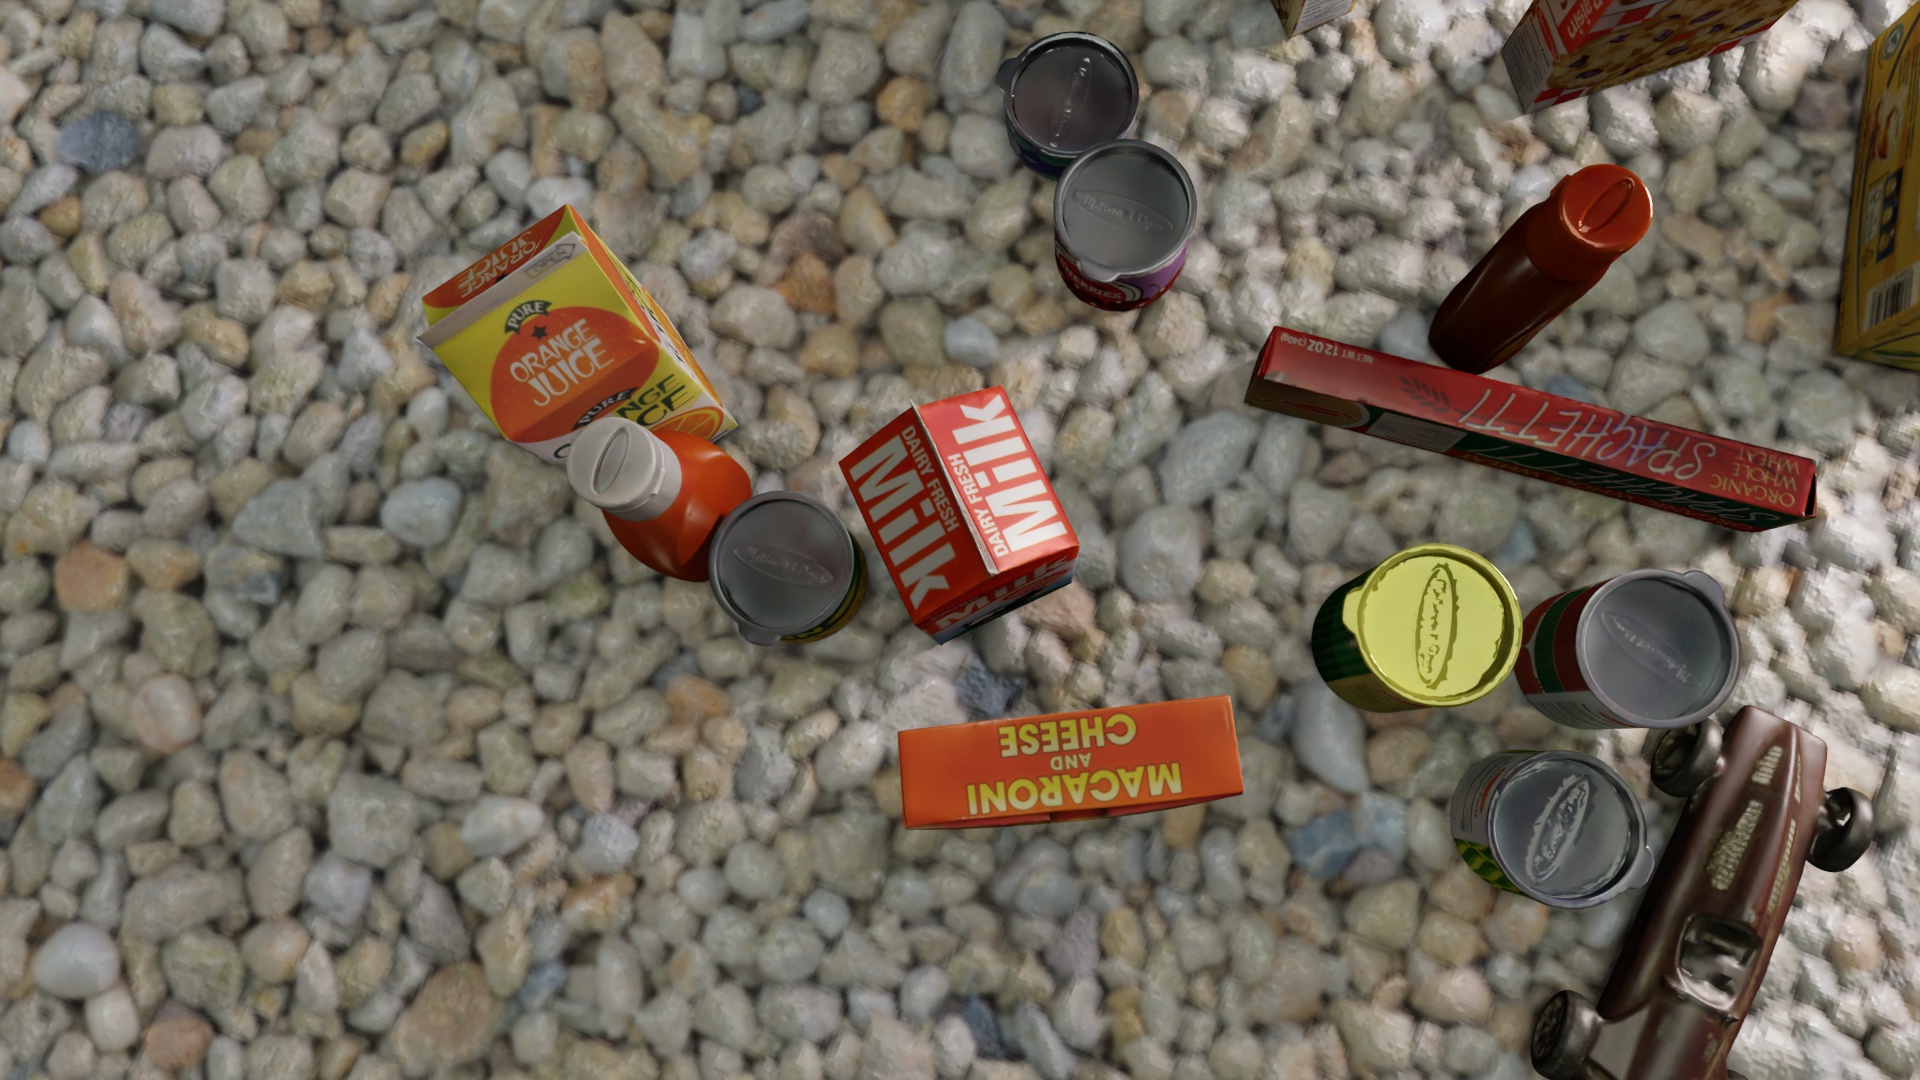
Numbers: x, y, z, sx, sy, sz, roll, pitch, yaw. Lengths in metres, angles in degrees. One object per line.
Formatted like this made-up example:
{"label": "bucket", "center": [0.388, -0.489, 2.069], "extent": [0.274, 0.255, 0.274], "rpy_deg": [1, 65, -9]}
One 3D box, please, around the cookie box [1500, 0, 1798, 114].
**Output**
{"label": "cookie box", "center": [0.329, -0.258, 0.613], "extent": [0.123, 0.167, 0.040], "rpy_deg": [-17, 81, 1]}

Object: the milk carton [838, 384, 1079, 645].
{"label": "milk carton", "center": [0.002, -0.007, 0.581], "extent": [0.073, 0.190, 0.072], "rpy_deg": [-26, 81, 0]}

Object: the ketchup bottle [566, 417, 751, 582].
{"label": "ketchup bottle", "center": [-0.130, -0.020, 0.612], "extent": [0.043, 0.148, 0.065], "rpy_deg": [20, 83, 6]}

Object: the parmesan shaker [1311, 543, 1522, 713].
{"label": "parmesan shaker", "center": [0.192, 0.040, 0.607], "extent": [0.071, 0.103, 0.071], "rpy_deg": [-1, 82, 3]}

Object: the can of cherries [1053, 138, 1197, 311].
{"label": "can of cherries", "center": [0.076, -0.147, 0.666], "extent": [0.071, 0.058, 0.071], "rpy_deg": [0, 81, 3]}

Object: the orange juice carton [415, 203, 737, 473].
{"label": "orange juice carton", "center": [-0.164, -0.080, 0.601], "extent": [0.072, 0.192, 0.073], "rpy_deg": [-33, 81, -2]}

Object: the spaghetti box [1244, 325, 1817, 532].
{"label": "spaghetti box", "center": [0.259, -0.050, 0.644], "extent": [0.250, 0.050, 0.029], "rpy_deg": [15, 83, 6]}

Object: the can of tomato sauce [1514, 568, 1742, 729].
{"label": "can of tomato sauce", "center": [0.290, 0.048, 0.610], "extent": [0.071, 0.083, 0.071], "rpy_deg": [0, 81, 3]}

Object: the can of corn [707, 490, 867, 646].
{"label": "can of corn", "center": [-0.080, 0.016, 0.649], "extent": [0.071, 0.058, 0.071], "rpy_deg": [0, 81, 3]}

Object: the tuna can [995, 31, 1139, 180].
{"label": "tuna can", "center": [0.052, -0.216, 0.691], "extent": [0.071, 0.033, 0.071], "rpy_deg": [0, 81, 3]}

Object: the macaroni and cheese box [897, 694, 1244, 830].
{"label": "macaroni and cheese box", "center": [0.044, 0.092, 0.575], "extent": [0.124, 0.166, 0.040], "rpy_deg": [-6, 81, 3]}

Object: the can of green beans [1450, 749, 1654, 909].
{"label": "can of green beans", "center": [0.257, 0.126, 0.612], "extent": [0.071, 0.057, 0.071], "rpy_deg": [0, 81, 3]}

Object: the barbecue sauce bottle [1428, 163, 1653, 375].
{"label": "barbecue sauce bottle", "center": [0.252, -0.118, 0.605], "extent": [0.065, 0.148, 0.044], "rpy_deg": [-45, 82, -3]}

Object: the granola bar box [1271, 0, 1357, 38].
{"label": "granola bar box", "center": [0.149, -0.345, 0.659], "extent": [0.039, 0.124, 0.165], "rpy_deg": [-23, 81, 0]}
